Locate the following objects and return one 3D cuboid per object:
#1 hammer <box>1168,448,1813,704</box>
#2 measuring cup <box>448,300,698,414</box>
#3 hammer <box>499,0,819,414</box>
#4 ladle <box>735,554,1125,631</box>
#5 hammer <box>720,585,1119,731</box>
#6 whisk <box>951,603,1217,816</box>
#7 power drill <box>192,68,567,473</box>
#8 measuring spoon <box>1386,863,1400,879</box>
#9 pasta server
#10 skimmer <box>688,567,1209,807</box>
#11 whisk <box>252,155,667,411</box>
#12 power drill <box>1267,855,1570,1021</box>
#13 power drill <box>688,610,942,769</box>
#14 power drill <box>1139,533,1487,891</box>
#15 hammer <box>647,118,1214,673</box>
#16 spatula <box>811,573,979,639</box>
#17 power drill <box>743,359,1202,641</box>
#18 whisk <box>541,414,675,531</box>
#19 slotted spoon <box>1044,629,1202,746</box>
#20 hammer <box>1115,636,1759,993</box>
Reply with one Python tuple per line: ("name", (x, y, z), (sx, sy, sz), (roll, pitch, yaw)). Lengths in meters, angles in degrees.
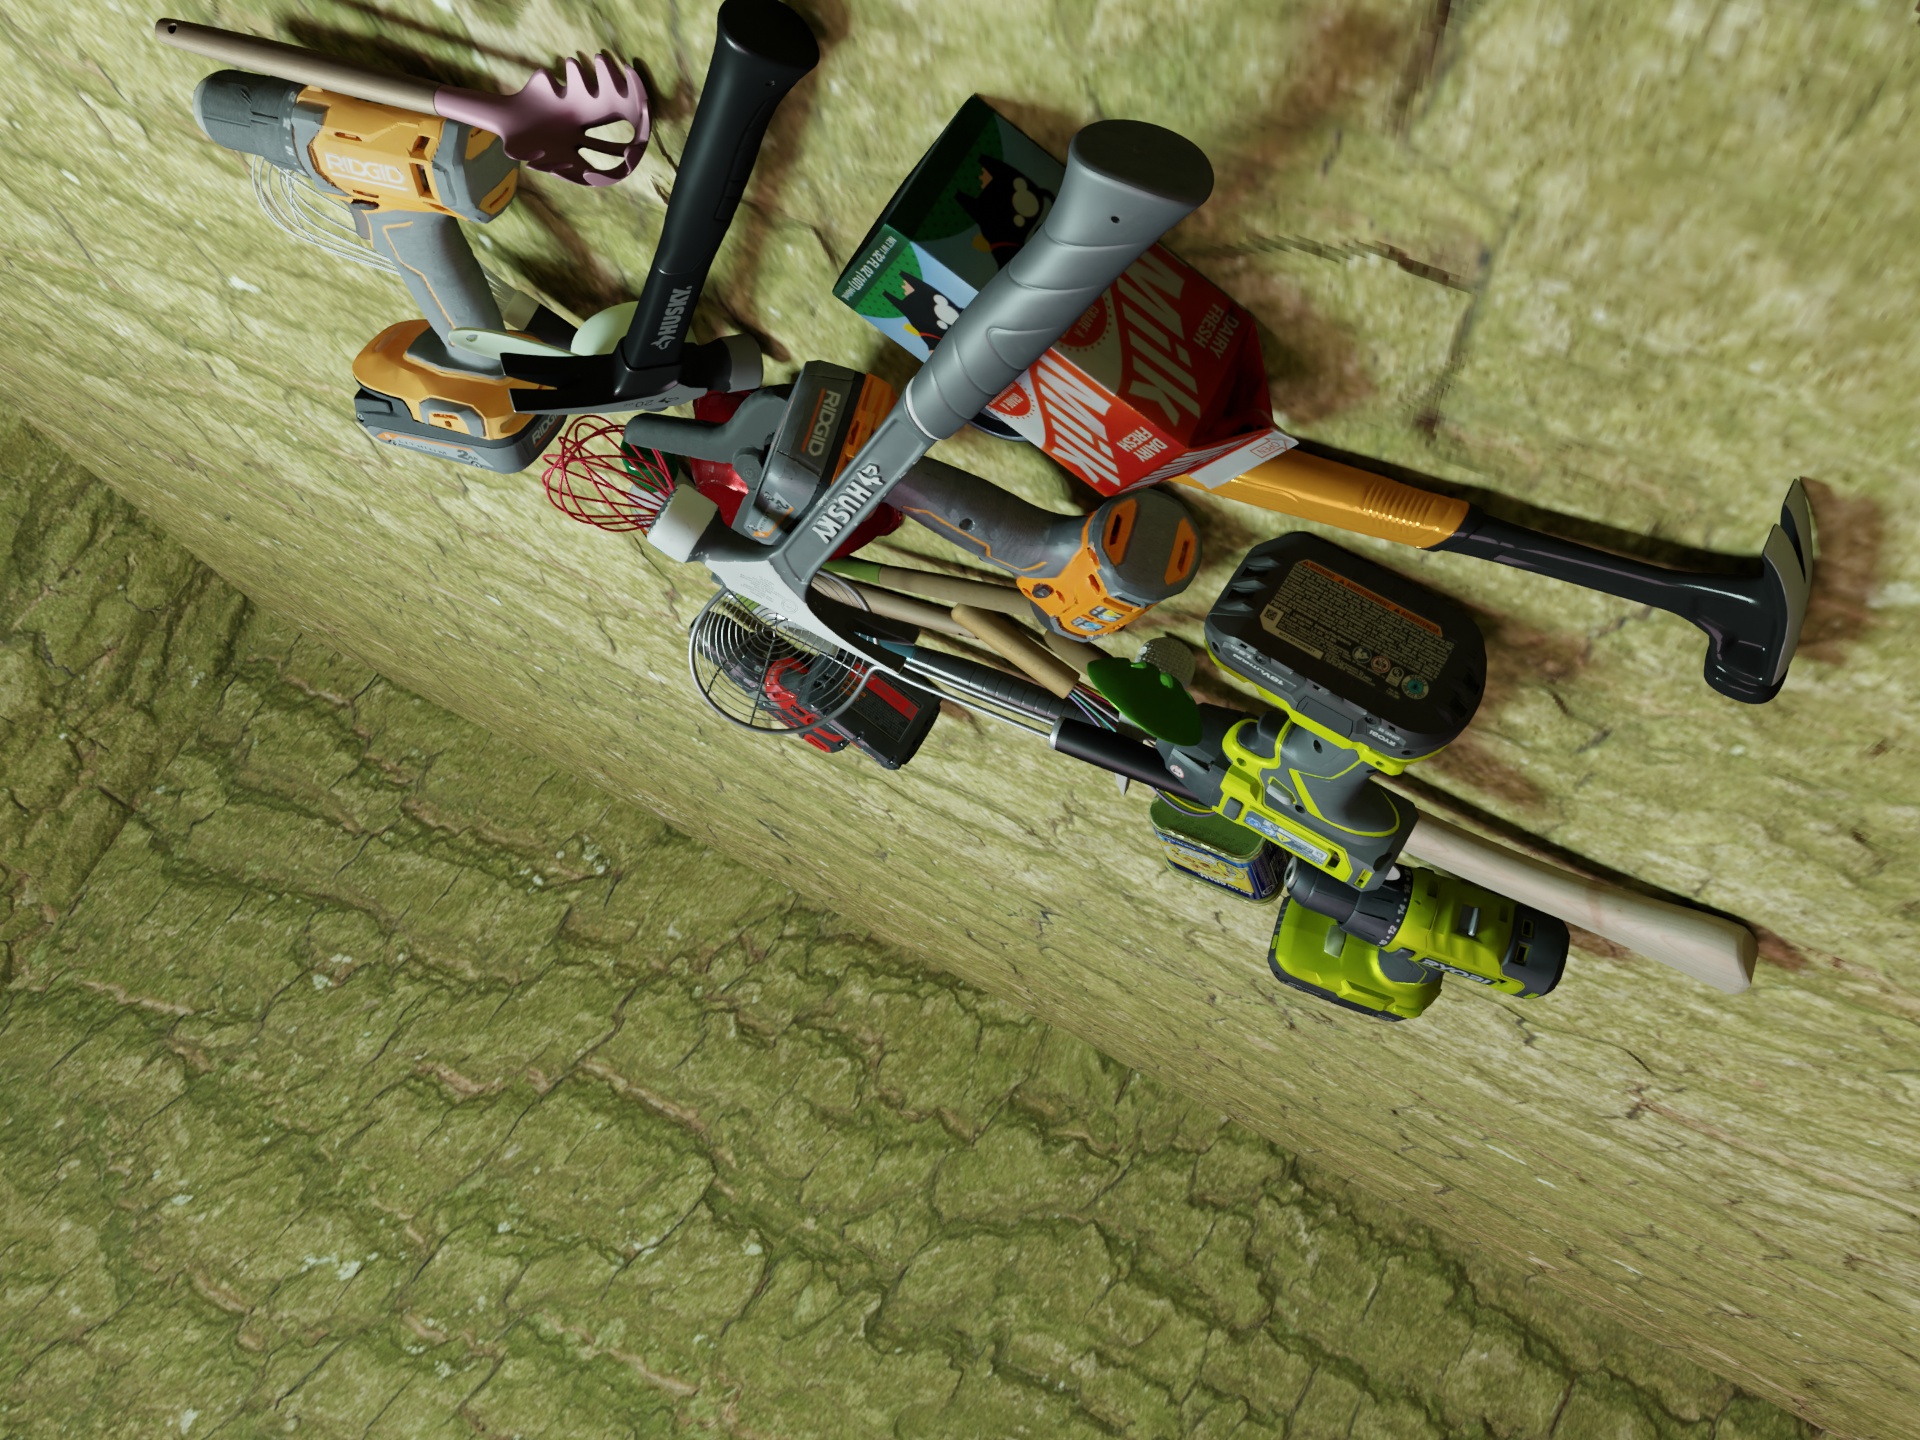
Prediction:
("hammer", (0.191, -0.095, 0.701), (0.337, 0.034, 0.127), (21, 163, 29))
("measuring cup", (-0.222, -0.219, 0.912), (0.083, 0.038, 0.167), (-29, 162, 35))
("hammer", (-0.135, -0.230, 0.763), (0.334, 0.146, 0.035), (-35, 70, 66))
("ladle", (-0.028, -0.086, 1.095), (0.320, 0.078, 0.062), (14, 137, 31))
("hammer", (-0.020, -0.043, 1.220), (0.331, 0.033, 0.128), (21, 176, 19))
("whisk", (0.099, -0.015, 1.129), (0.245, 0.051, 0.047), (35, 143, -4))
("power drill", (-0.328, -0.263, 0.913), (0.185, 0.084, 0.226), (16, 142, 13))
("measuring spoon", (0.228, 0.066, 1.007), (0.124, 0.018, 0.034), (30, 138, -11))
("pasta server", (-0.282, -0.316, 0.786), (0.316, 0.060, 0.040), (20, 178, 18))
("skimmer", (-0.002, -0.003, 1.039), (0.363, 0.127, 0.090), (21, -154, 17))
("whisk", (-0.306, -0.278, 1.004), (0.284, 0.070, 0.070), (30, 166, -21))
("power drill", (0.308, 0.156, 1.166), (0.190, 0.080, 0.228), (19, 163, 0))
("power drill", (-0.137, -0.035, 1.422), (0.187, 0.080, 0.227), (38, 166, -25))
("power drill", (0.184, 0.001, 0.874), (0.171, 0.080, 0.223), (30, 157, 13))
("hammer", (-0.017, -0.120, 0.675), (0.149, 0.036, 0.409), (32, 154, -13))
("spatula", (-0.106, -0.106, 1.239), (0.316, 0.018, 0.059), (19, 164, 36))
("power drill", (0.001, -0.106, 0.880), (0.226, 0.084, 0.164), (19, 167, -11))
("whisk", (-0.206, -0.149, 1.112), (0.073, 0.073, 0.295), (25, -178, 16))
("slotted spoon", (0.083, -0.033, 0.939), (0.070, 0.031, 0.314), (29, -175, -11))
("hammer", (0.291, 0.076, 1.011), (0.411, 0.038, 0.146), (24, 148, 12))
